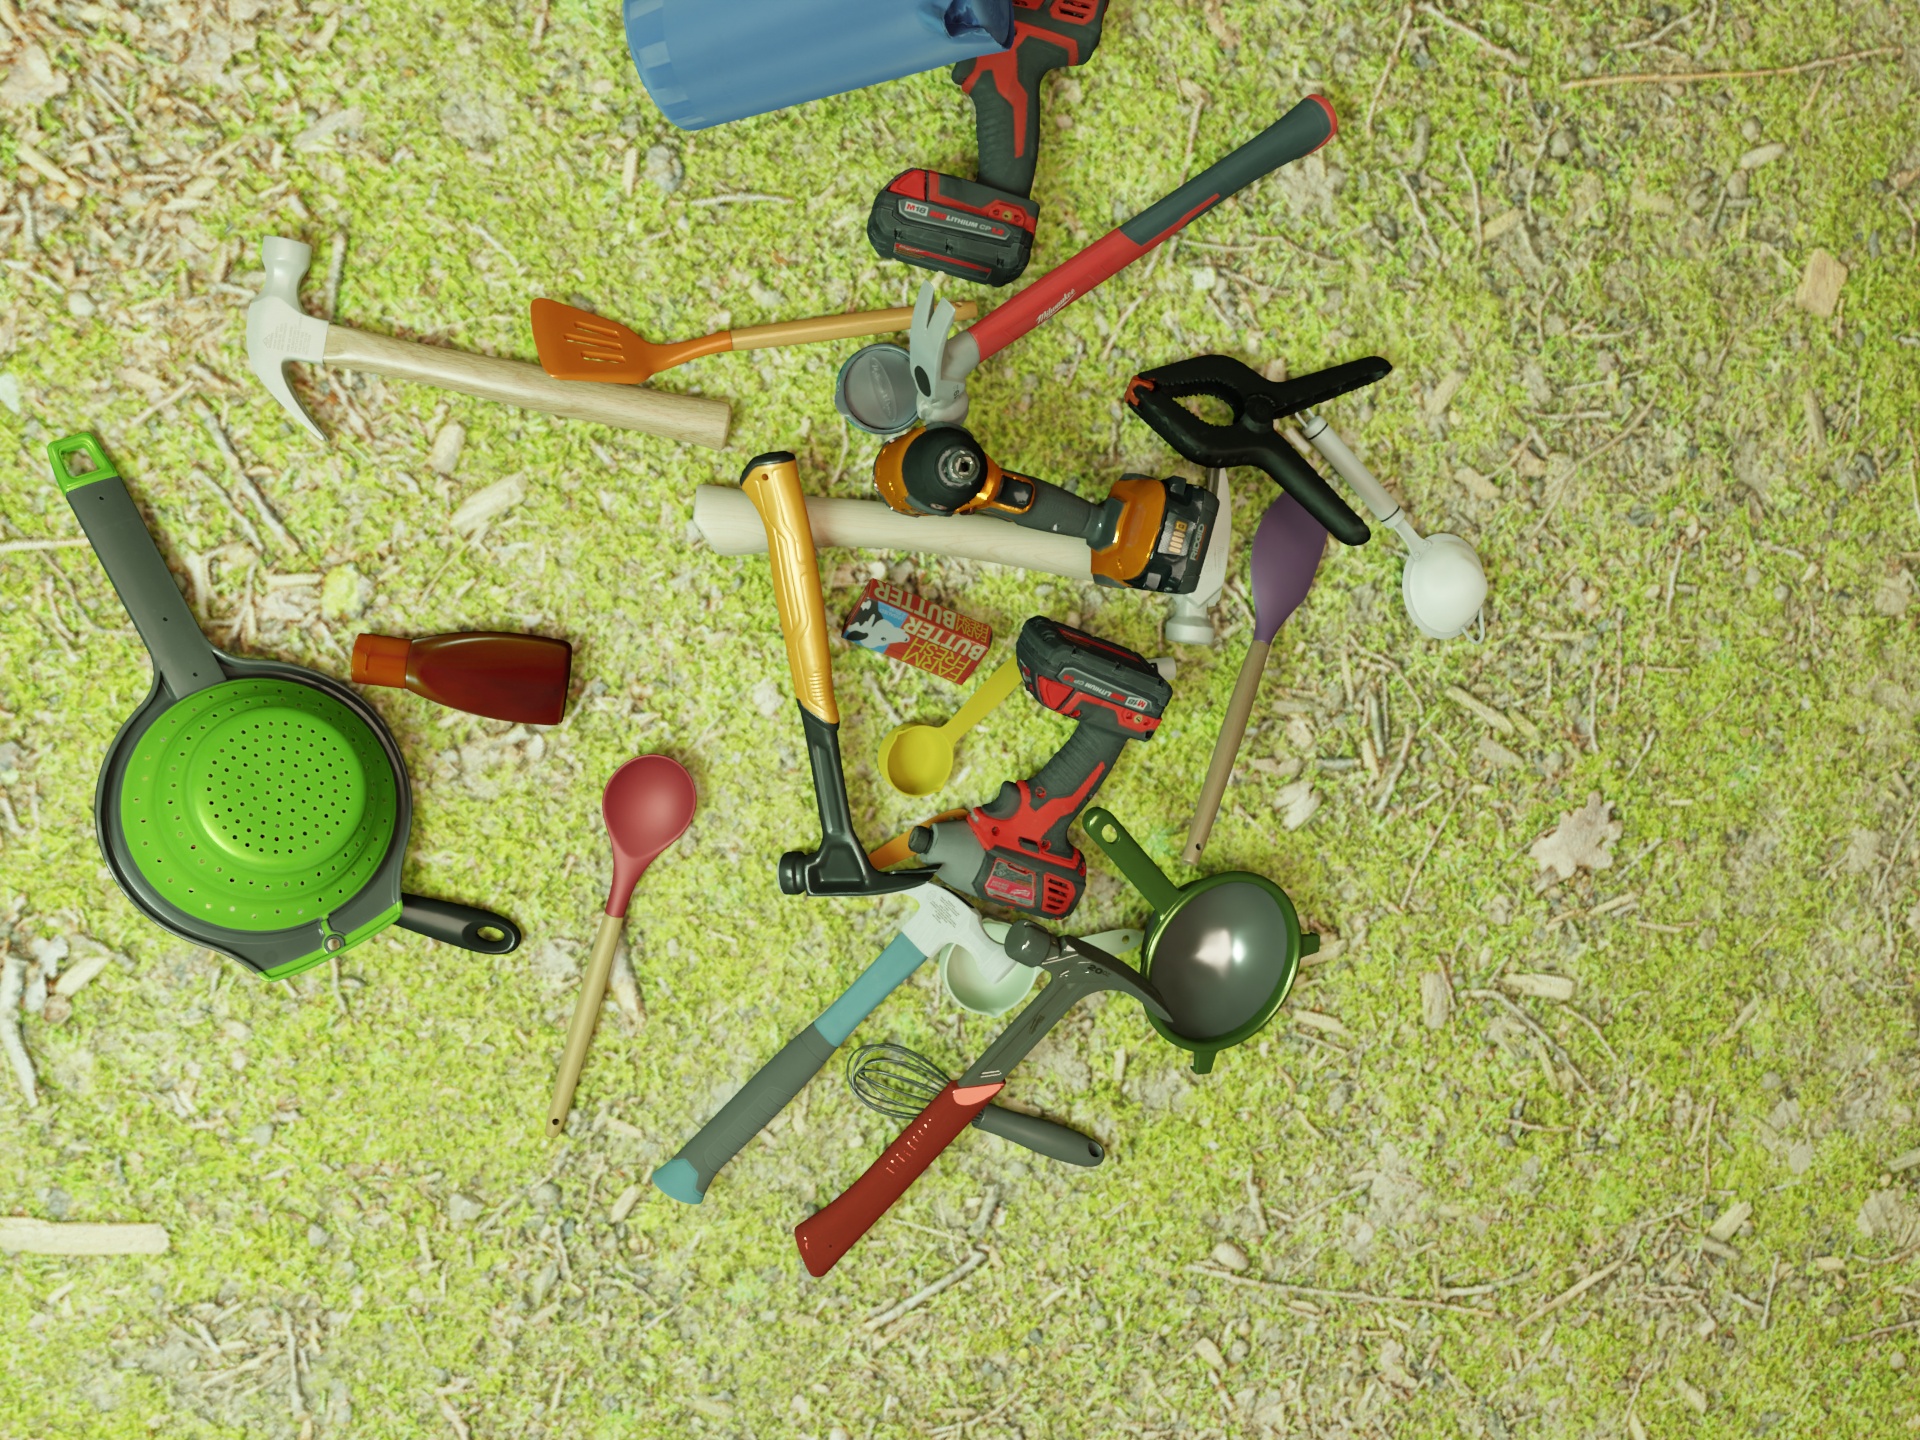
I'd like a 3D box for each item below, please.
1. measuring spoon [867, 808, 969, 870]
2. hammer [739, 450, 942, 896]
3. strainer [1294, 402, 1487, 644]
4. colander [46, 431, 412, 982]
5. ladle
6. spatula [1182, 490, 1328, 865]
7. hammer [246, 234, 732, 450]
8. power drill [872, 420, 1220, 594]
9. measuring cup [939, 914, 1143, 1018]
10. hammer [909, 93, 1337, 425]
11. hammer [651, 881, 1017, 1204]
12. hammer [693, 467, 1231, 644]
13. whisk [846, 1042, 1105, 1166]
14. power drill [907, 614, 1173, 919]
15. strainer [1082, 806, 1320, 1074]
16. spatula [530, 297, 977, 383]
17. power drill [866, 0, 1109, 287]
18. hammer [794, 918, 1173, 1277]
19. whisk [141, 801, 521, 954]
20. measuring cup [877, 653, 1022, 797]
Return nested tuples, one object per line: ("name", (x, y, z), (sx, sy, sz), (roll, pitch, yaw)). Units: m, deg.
("measuring spoon", (-0.046, 0.099, 1.251), (0.117, 0.011, 0.021), (-27, 102, -10))
("hammer", (-0.101, -0.029, 1.164), (0.127, 0.034, 0.336), (-4, 106, 20))
("strainer", (0.351, -0.157, 1.273), (0.258, 0.050, 0.087), (45, 73, -11))
("colander", (-0.501, -0.021, 1.065), (0.204, 0.094, 0.397), (-29, 95, -33))
("ladle", (-0.269, 0.172, 1.208), (0.069, 0.031, 0.315), (16, 98, -11))
("spatula", (0.224, -0.037, 1.236), (0.059, 0.018, 0.316), (23, 77, -14))
("hammer", (-0.328, -0.239, 1.125), (0.331, 0.031, 0.130), (10, 97, -13))
("power drill", (0.060, -0.152, 1.115), (0.226, 0.164, 0.084), (14, 93, -14))
("measuring cup", (0.063, 0.184, 1.273), (0.167, 0.038, 0.083), (-9, 101, -15))
("hammer", (0.124, -0.353, 1.139), (0.386, 0.143, 0.038), (-37, 73, -14))
("hammer", (-0.113, 0.253, 1.230), (0.331, 0.033, 0.128), (-46, 75, 5))
("hammer", (0.006, -0.149, 1.205), (0.410, 0.038, 0.146), (5, 97, -12))
("whisk", (0.016, 0.315, 1.282), (0.238, 0.055, 0.055), (25, 94, -19))
("power drill", (0.058, 0.041, 1.215), (0.143, 0.079, 0.219), (19, 106, -19))
("strainer", (0.163, 0.149, 1.254), (0.151, 0.069, 0.256), (-46, 116, -9))
("spatula", (-0.142, -0.284, 1.148), (0.322, 0.041, 0.081), (-11, 58, -13))
("power drill", (-0.007, -0.444, 1.134), (0.188, 0.080, 0.226), (14, 92, -6))
("hammer", (-0.002, 0.307, 1.227), (0.149, 0.037, 0.359), (31, 110, -26))
("whisk", (-0.462, 0.119, 1.147), (0.295, 0.073, 0.073), (20, 95, -20))
("measuring cup", (-0.002, -0.004, 1.237), (0.156, 0.029, 0.062), (-44, 116, -14))
